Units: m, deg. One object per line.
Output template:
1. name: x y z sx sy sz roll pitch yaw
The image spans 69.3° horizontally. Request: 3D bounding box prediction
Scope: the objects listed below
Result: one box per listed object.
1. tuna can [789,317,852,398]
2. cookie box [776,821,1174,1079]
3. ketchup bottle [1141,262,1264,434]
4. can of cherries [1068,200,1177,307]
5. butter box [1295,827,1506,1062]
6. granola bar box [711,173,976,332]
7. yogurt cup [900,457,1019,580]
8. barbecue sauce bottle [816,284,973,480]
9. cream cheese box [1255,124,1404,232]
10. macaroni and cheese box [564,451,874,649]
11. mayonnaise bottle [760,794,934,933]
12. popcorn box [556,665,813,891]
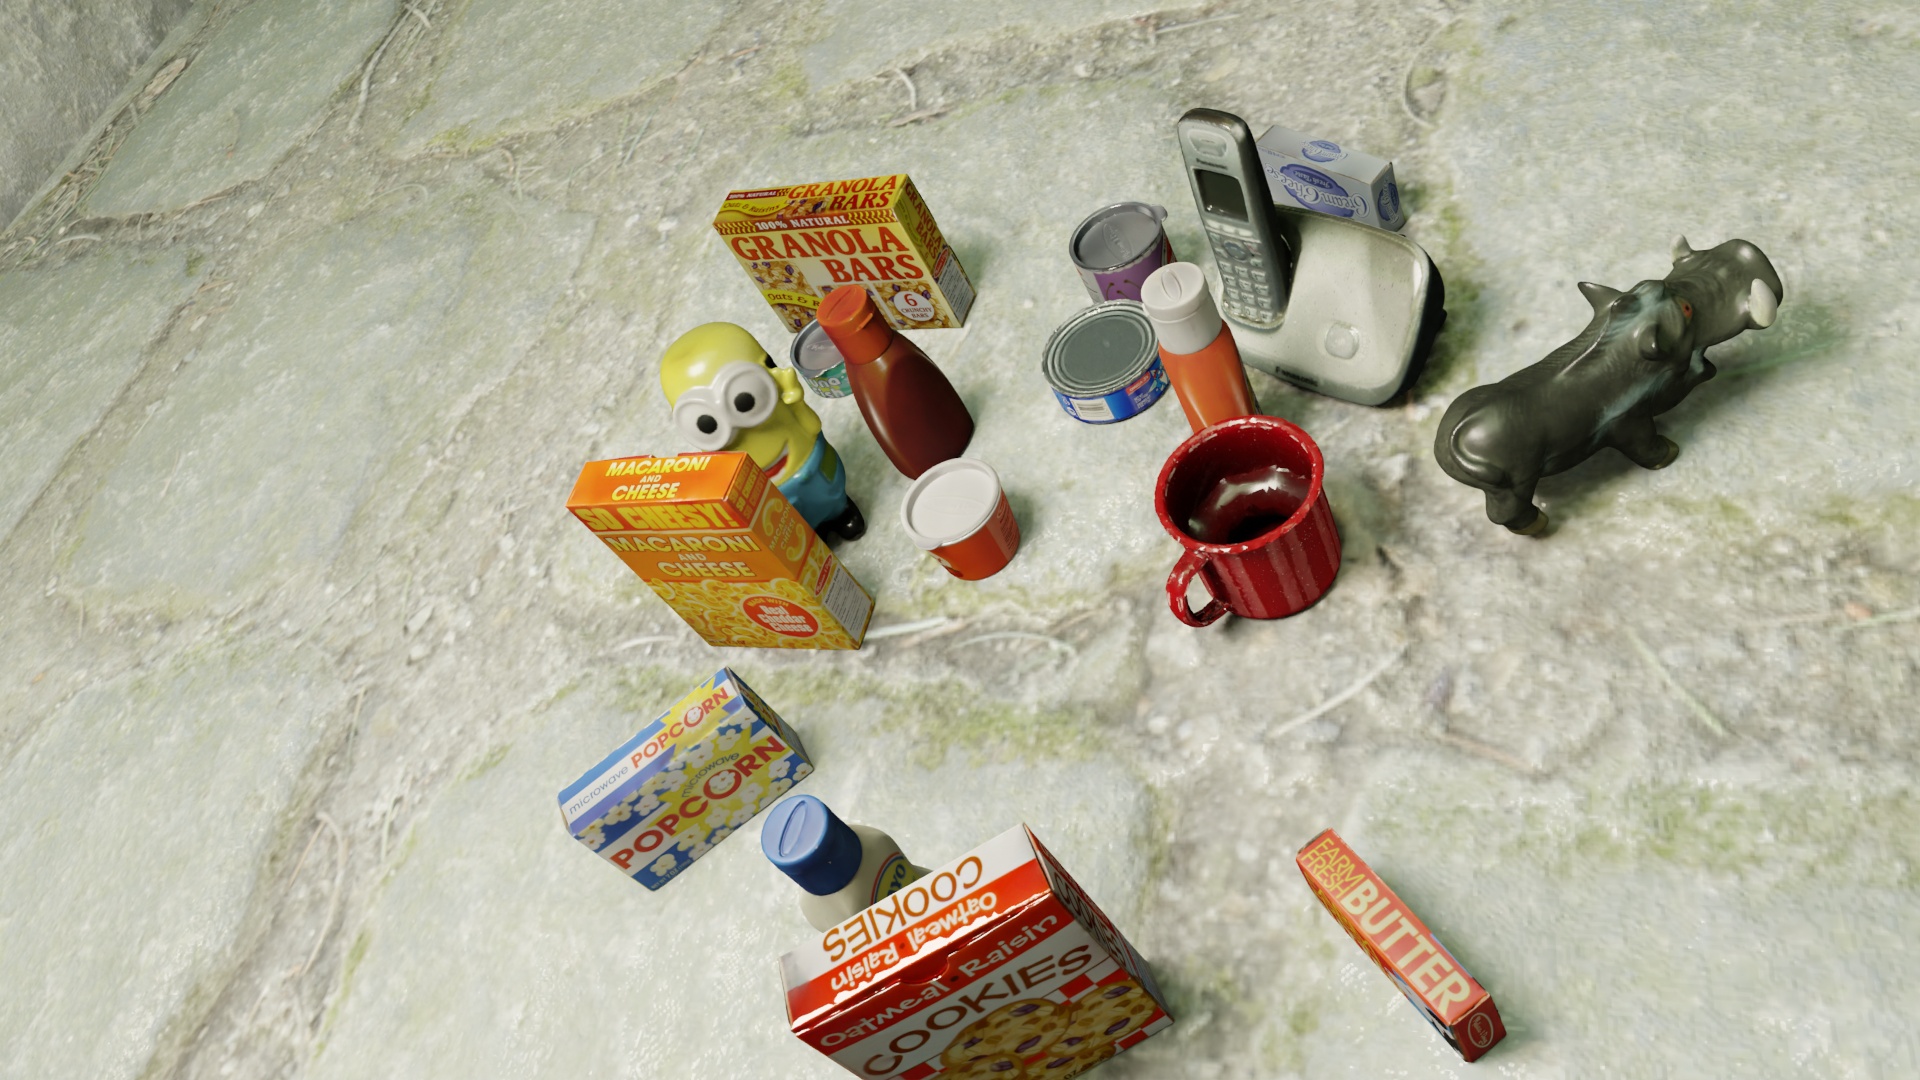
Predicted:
1. tuna can: -0.094 -0.141 1.058 0.071 0.032 0.071 -15 49 18
2. cookie box: 0.013 0.205 0.626 0.123 0.167 0.040 -31 46 4
3. ketchup bottle: 0.144 -0.097 0.810 0.043 0.148 0.065 -23 47 11
4. can of cherries: 0.118 -0.193 0.964 0.071 0.058 0.072 -15 49 18
5. butter box: 0.196 0.180 0.624 0.024 0.053 0.104 -38 46 -3
6. granola bar box: -0.087 -0.213 1.049 0.165 0.123 0.039 4 57 31
7. yogurt cup: 0.003 -0.011 0.885 0.072 0.053 0.073 -15 49 18
8. barbecue sauce bottle: -0.045 -0.106 0.922 0.044 0.148 0.065 25 70 40
9. cream cheese box: 0.248 -0.241 0.935 0.024 0.053 0.104 -44 46 -9
10. macaroni and cheese box: -0.147 0.009 0.873 0.123 0.166 0.040 -1 54 28
11. mayonnaise bottle: -0.048 0.176 0.697 0.041 0.147 0.065 1 55 30
12. popcorn box: -0.163 0.144 0.830 0.127 0.085 0.038 -37 46 -3
